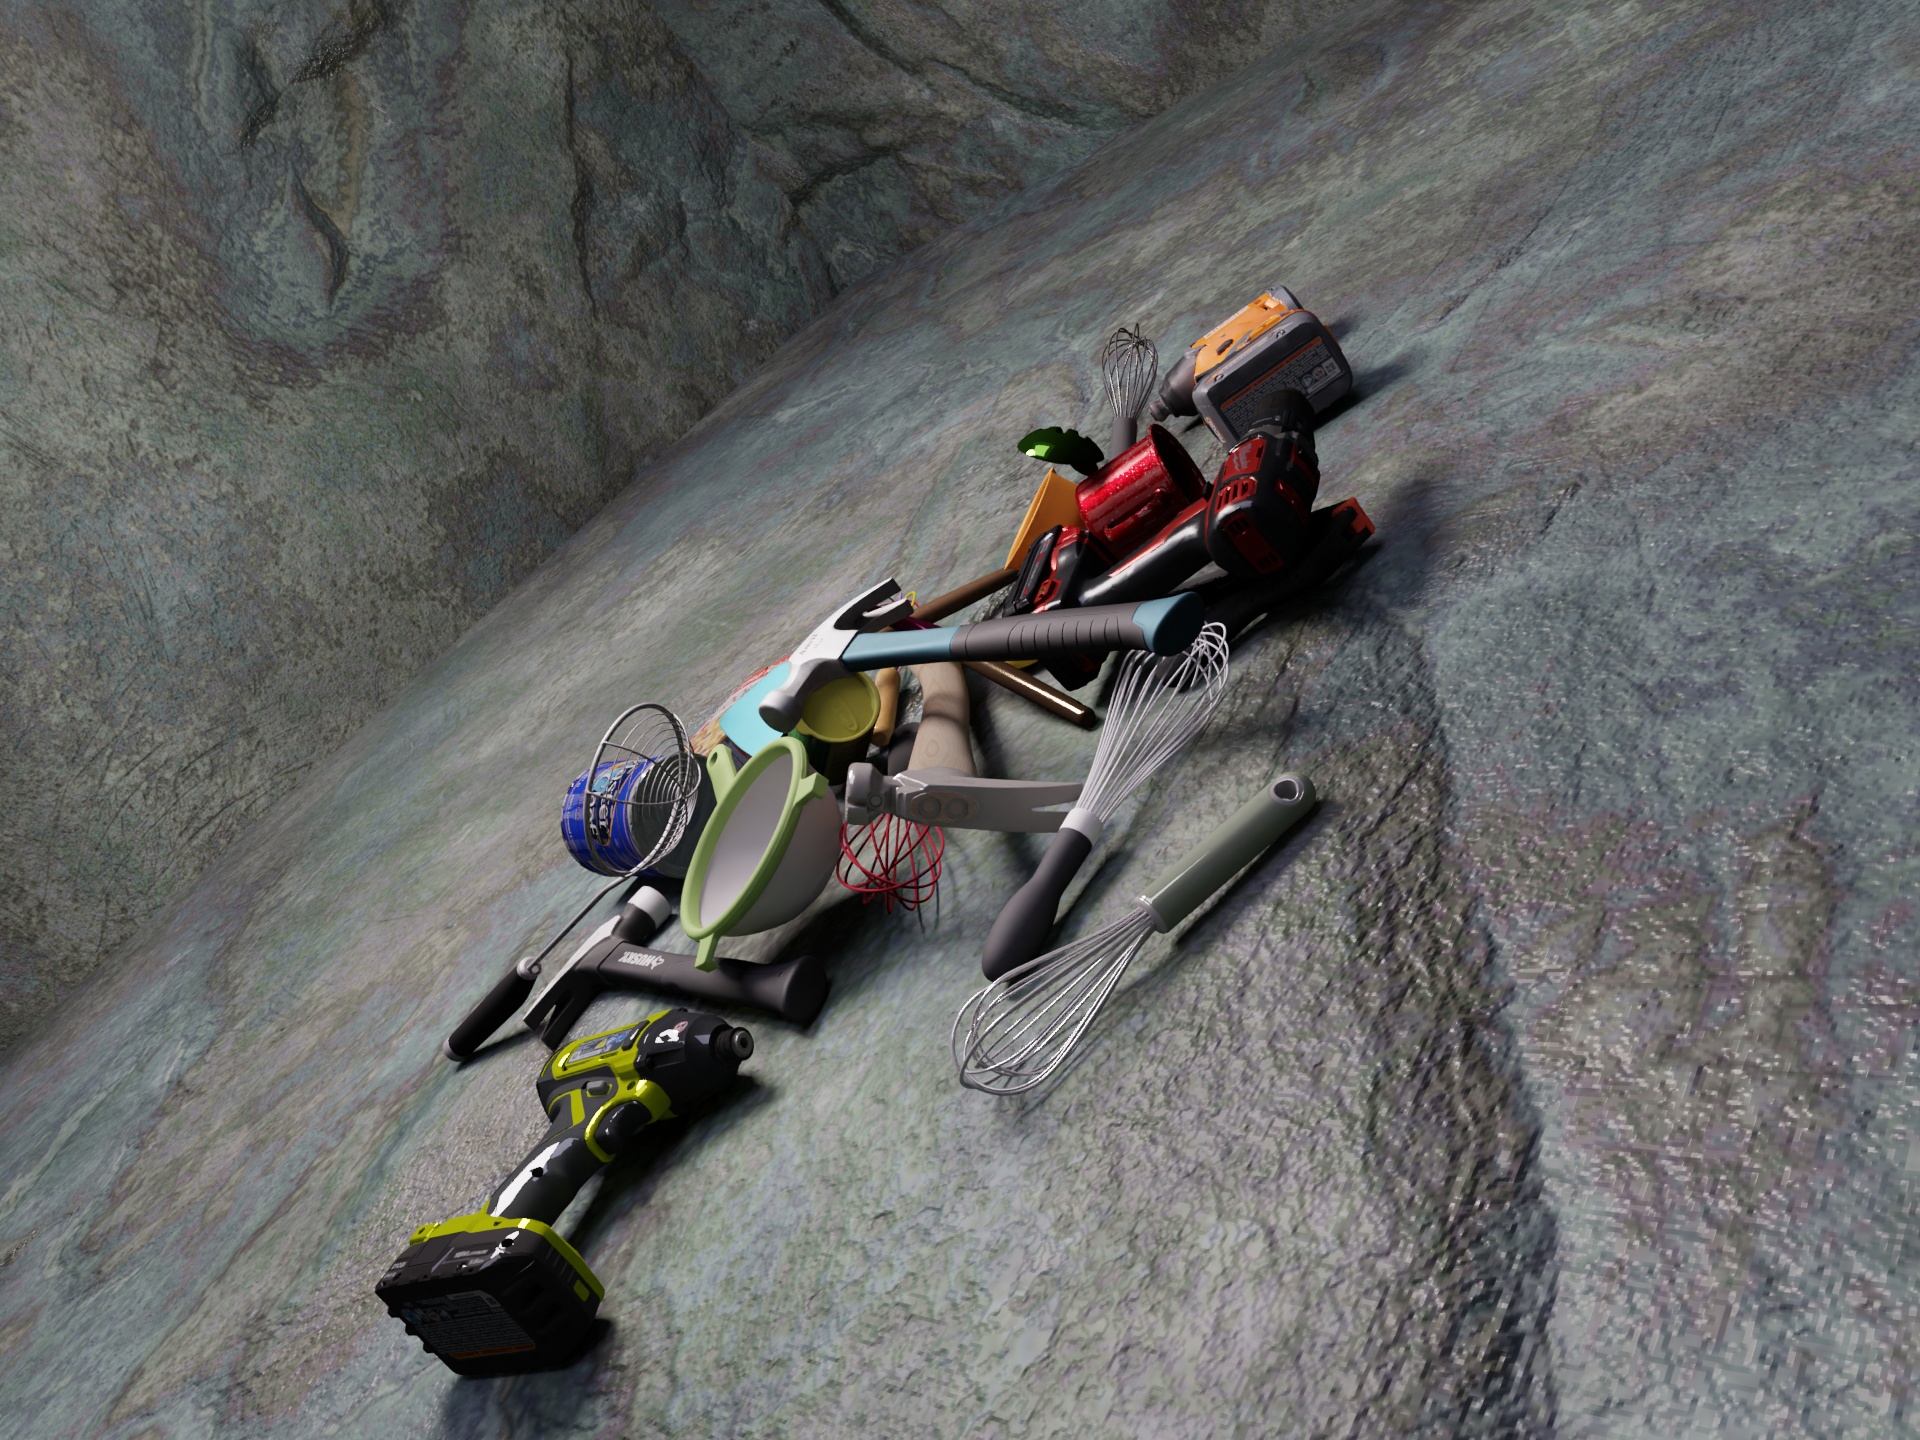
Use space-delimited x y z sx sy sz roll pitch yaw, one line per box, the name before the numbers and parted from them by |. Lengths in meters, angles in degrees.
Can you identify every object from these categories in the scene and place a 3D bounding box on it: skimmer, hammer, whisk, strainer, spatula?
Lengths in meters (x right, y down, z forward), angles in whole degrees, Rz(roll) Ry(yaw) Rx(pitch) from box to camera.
skimmer | -0.317 0.134 1.222 0.363 0.090 0.127 -45 -6 27
hammer | 0.012 -0.051 1.048 0.331 0.033 0.128 -3 43 41
whisk | -0.060 -0.051 1.389 0.047 0.051 0.245 -24 27 16
hammer | -0.197 0.183 1.125 0.335 0.035 0.146 -5 37 54
hammer | -0.002 -0.004 1.158 0.146 0.038 0.411 3 16 -2
strainer | -0.138 0.076 1.128 0.151 0.069 0.257 -58 22 7
whisk | 0.093 0.107 0.824 0.246 0.059 0.058 -38 57 -14
whisk | 0.086 0.040 0.951 0.070 0.070 0.285 -8 40 51
whisk | -0.042 0.058 1.117 0.073 0.073 0.296 -32 15 12
spatula | -0.060 -0.066 1.361 0.317 0.044 0.082 -28 36 -23
whisk | 0.148 -0.264 1.420 0.055 0.055 0.239 -21 48 36

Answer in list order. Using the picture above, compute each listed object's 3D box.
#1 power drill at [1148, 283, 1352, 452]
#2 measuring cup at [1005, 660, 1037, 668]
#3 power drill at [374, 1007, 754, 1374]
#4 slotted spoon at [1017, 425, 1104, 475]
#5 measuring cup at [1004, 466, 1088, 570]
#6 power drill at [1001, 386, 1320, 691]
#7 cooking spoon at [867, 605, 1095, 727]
power drill | 0.242 -0.297 1.378 0.164 0.084 0.227 -34 17 13
measuring cup | 0.076 -0.085 1.281 0.062 0.029 0.156 -16 18 39
power drill | -0.224 0.265 0.944 0.171 0.080 0.223 -22 23 35
slotted spoon | 0.100 -0.228 1.378 0.070 0.031 0.314 12 7 8
measuring cup | 0.080 -0.166 1.388 0.173 0.052 0.095 -88 23 -83
power drill | 0.148 -0.133 1.095 0.226 0.080 0.188 -30 24 36
cooking spoon | 0.008 -0.048 1.219 0.319 0.068 0.017 30 104 54
